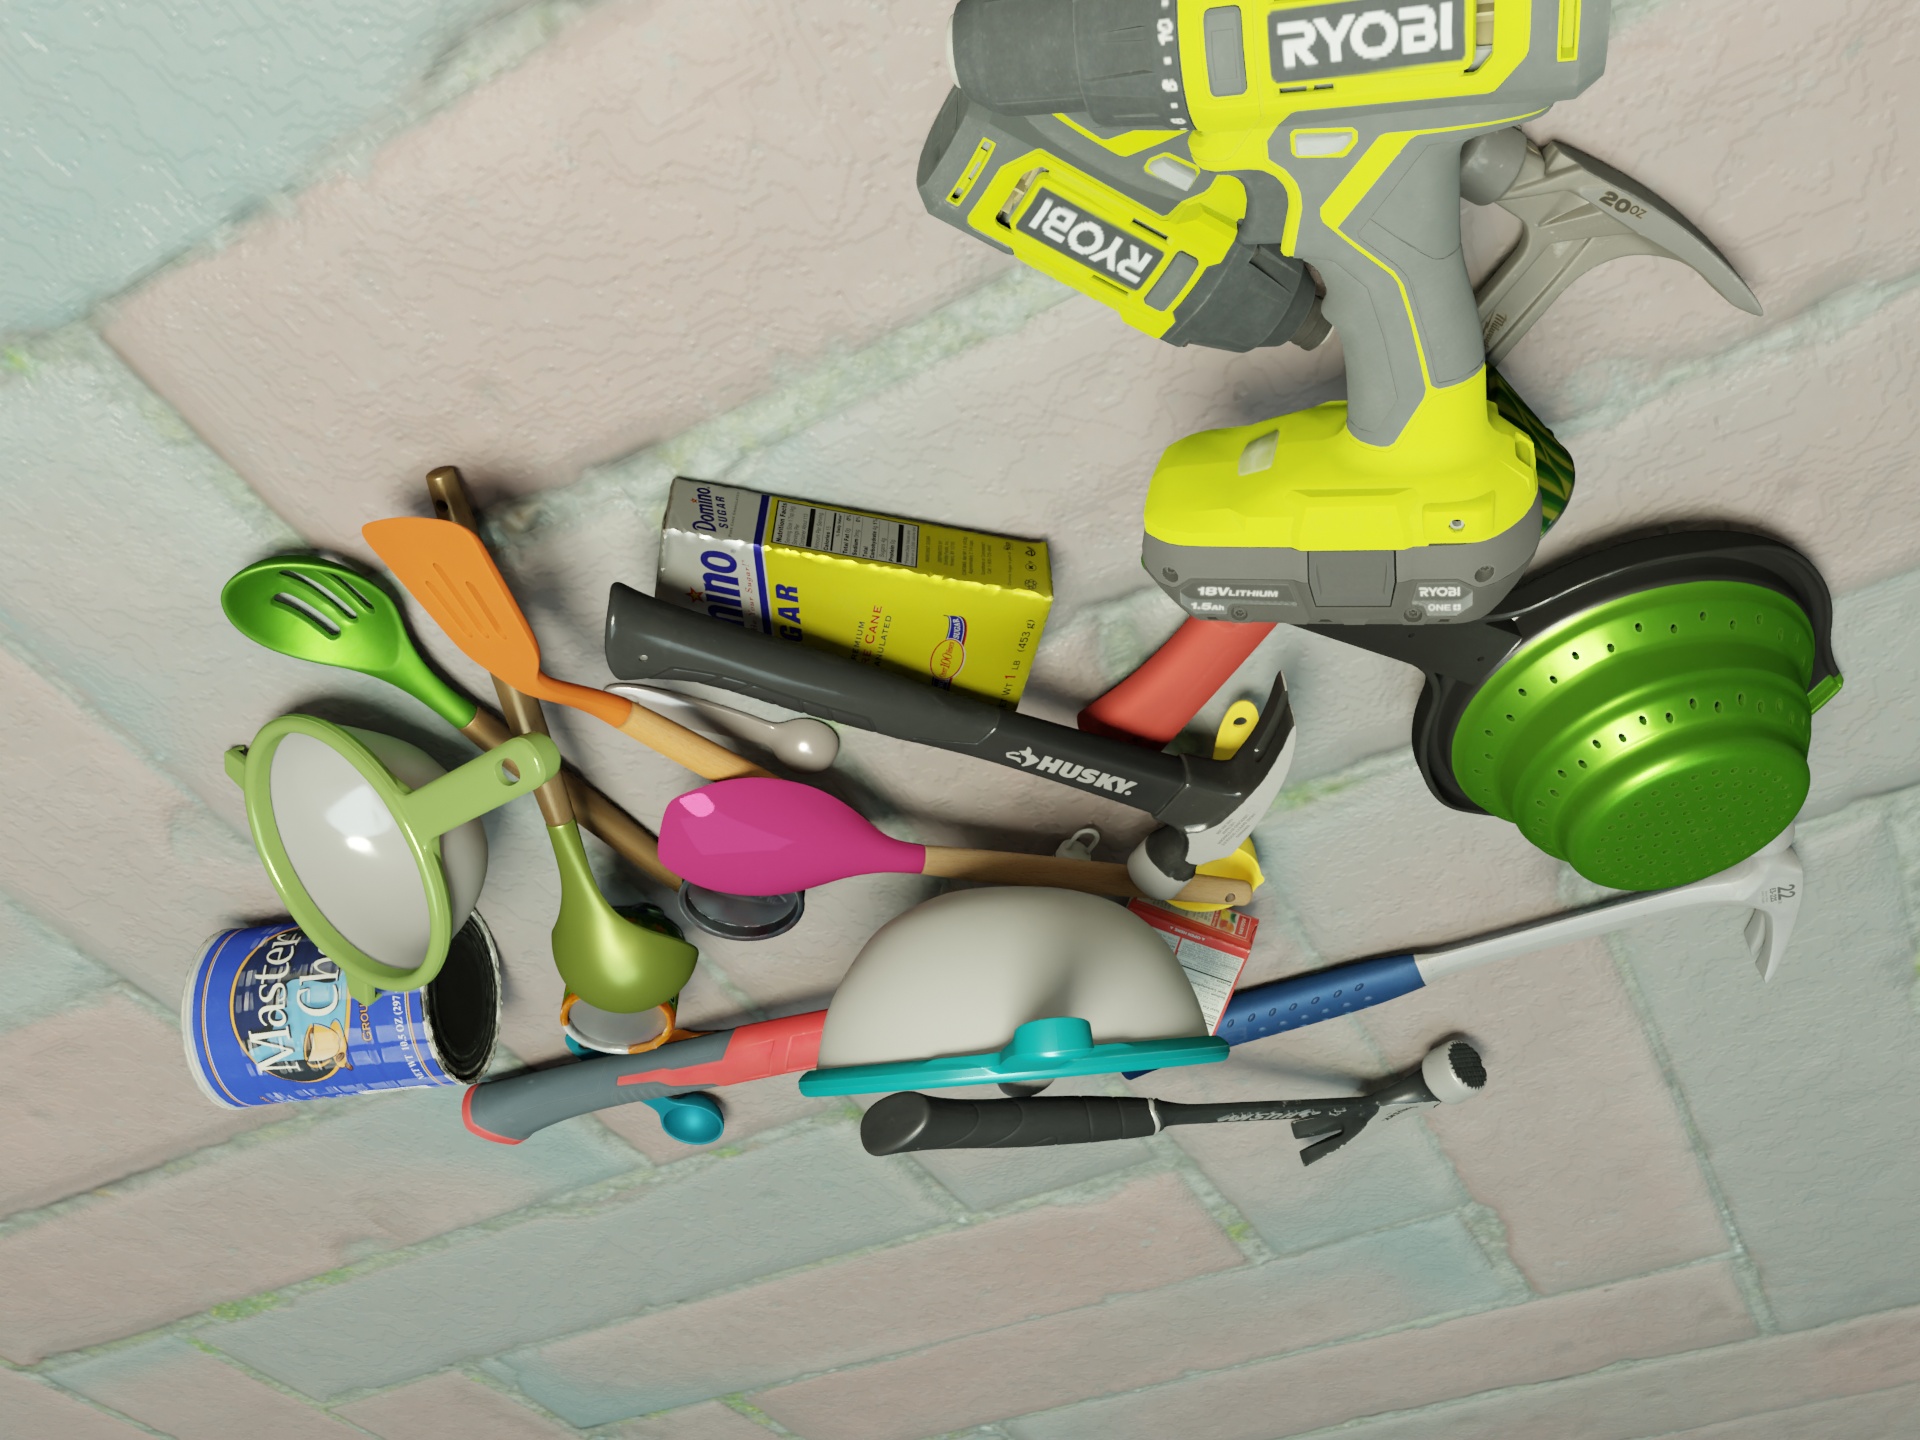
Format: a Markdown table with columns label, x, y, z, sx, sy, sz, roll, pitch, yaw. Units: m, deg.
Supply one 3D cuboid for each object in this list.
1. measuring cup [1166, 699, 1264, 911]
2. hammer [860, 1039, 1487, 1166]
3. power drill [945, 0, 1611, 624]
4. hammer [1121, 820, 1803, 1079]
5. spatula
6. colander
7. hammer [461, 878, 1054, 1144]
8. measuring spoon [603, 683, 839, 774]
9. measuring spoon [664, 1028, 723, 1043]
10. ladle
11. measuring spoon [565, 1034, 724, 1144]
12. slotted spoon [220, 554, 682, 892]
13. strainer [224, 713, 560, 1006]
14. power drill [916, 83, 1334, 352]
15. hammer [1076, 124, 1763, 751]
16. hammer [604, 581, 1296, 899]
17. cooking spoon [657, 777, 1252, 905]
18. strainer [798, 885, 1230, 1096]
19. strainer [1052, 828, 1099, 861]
| label | x | y | z | sx | sy | sz | roll | pitch | yaw |
| --- | --- | --- | --- | --- | --- | --- | --- | --- | --- |
| measuring cup | 0.138 | 0.041 | 0.846 | 0.062 | 0.029 | 0.156 | 1 | 132 | -2 |
| hammer | 0.124 | 0.235 | 0.944 | 0.408 | 0.036 | 0.149 | 7 | 145 | -32 |
| power drill | 0.104 | -0.146 | 0.517 | 0.190 | 0.080 | 0.228 | 1 | 130 | 19 |
| hammer | 0.286 | 0.150 | 0.947 | 0.405 | 0.035 | 0.143 | -19 | 131 | 17 |
| spatula | -0.141 | -0.003 | 0.760 | 0.081 | 0.041 | 0.322 | 4 | 160 | 40 |
| colander | 0.257 | -0.004 | 0.719 | 0.396 | 0.095 | 0.204 | 15 | 134 | -26 |
| hammer | -0.144 | 0.190 | 0.956 | 0.386 | 0.038 | 0.143 | -15 | 113 | 20 |
| measuring spoon | -0.122 | 0.005 | 0.811 | 0.124 | 0.018 | 0.034 | 15 | 132 | -14 |
| measuring spoon | -0.130 | 0.207 | 1.012 | 0.117 | 0.011 | 0.021 | 2 | 134 | -3 |
| ladle | -0.201 | 0.020 | 0.790 | 0.078 | 0.062 | 0.320 | 0 | 121 | 18 |
| measuring spoon | -0.205 | 0.234 | 1.039 | 0.042 | 0.021 | 0.128 | -34 | 117 | 27 |
| slotted spoon | -0.234 | 0.013 | 0.812 | 0.070 | 0.031 | 0.313 | -27 | 131 | 23 |
| strainer | -0.253 | 0.042 | 0.775 | 0.256 | 0.069 | 0.151 | -22 | 97 | 40 |
| power drill | 0.110 | -0.233 | 0.546 | 0.171 | 0.080 | 0.223 | 22 | 134 | -20 |
| hammer | 0.171 | -0.088 | 0.713 | 0.149 | 0.037 | 0.359 | 21 | 130 | -20 |
| hammer | -0.001 | -0.002 | 0.729 | 0.334 | 0.035 | 0.146 | 17 | 135 | -22 |
| cooking spoon | 0.005 | 0.074 | 0.822 | 0.318 | 0.017 | 0.068 | 7 | 115 | -16 |
| strainer | 0.025 | 0.116 | 0.727 | 0.211 | 0.095 | 0.340 | -4 | 166 | -3 |
| strainer | 0.018 | 0.150 | 0.942 | 0.086 | 0.050 | 0.258 | 20 | 127 | -13 |
